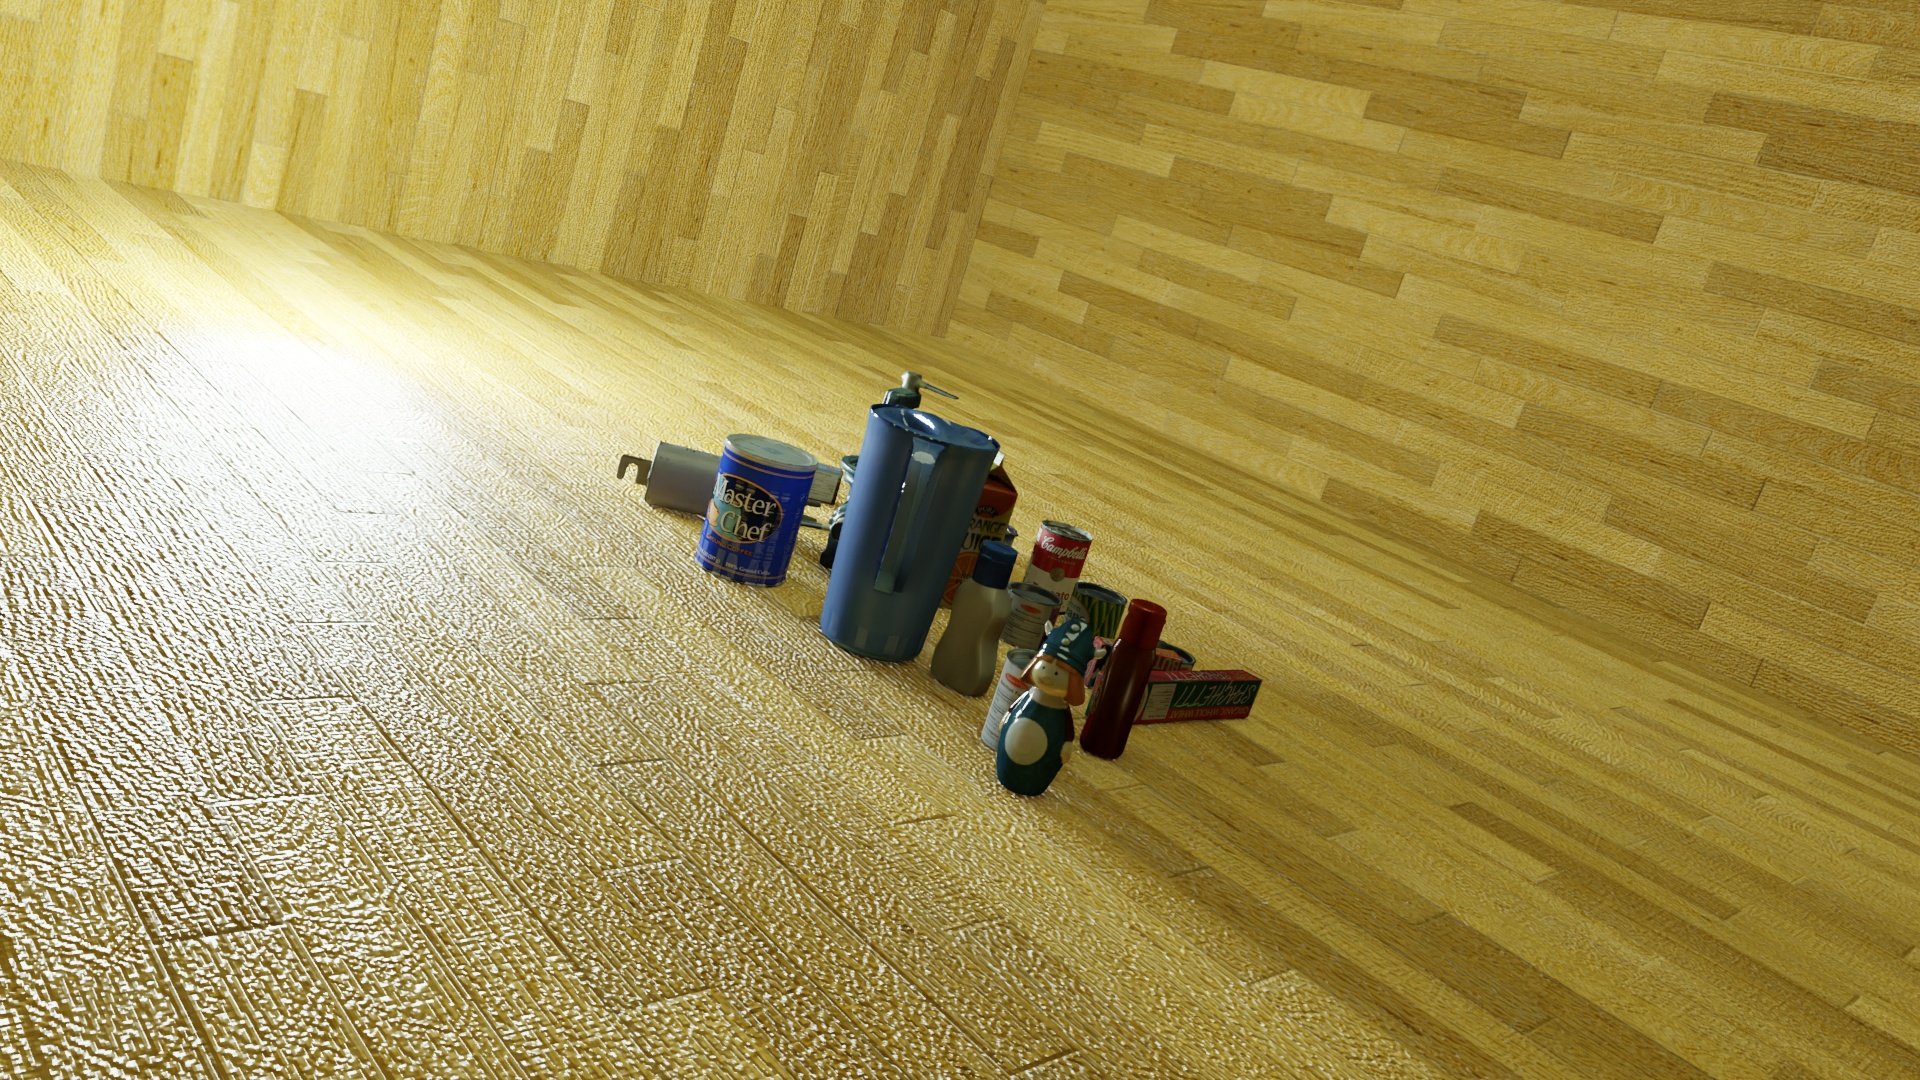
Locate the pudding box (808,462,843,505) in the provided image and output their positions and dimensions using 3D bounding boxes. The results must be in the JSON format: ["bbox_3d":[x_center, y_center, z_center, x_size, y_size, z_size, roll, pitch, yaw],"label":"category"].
[{"bbox_3d":[-0.207,-0.084,1.899,0.084,0.049,0.030,14,14,-13],"label":"pudding box"}]

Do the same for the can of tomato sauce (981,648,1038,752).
[{"bbox_3d":[0.063,0.149,1.258,0.071,0.083,0.071,16,14,-4],"label":"can of tomato sauce"}]

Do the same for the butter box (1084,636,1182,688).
[{"bbox_3d":[0.186,0.139,1.506,0.103,0.053,0.024,12,15,-22],"label":"butter box"}]

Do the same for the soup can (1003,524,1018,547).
[{"bbox_3d":[0.028,0.018,1.718,0.071,0.083,0.071,16,14,-4],"label":"soup can"}]

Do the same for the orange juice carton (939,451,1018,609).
[{"bbox_3d":[0.006,-0.020,1.614,0.073,0.192,0.072,9,16,-31],"label":"orange juice carton"}]

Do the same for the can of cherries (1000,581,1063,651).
[{"bbox_3d":[0.076,0.085,1.571,0.071,0.058,0.072,16,14,-4],"label":"can of cherries"}]

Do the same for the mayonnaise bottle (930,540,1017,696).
[{"bbox_3d":[0.018,0.075,1.357,0.065,0.147,0.041,27,16,35],"label":"mayonnaise bottle"}]

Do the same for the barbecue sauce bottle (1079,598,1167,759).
[{"bbox_3d":[0.155,0.129,1.311,0.044,0.148,0.065,20,14,9],"label":"barbecue sauce bottle"}]

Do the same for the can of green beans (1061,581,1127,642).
[{"bbox_3d":[0.159,0.088,1.660,0.071,0.057,0.071,16,14,-4],"label":"can of green beans"}]

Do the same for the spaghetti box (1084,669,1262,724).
[{"bbox_3d":[0.229,0.165,1.467,0.250,0.050,0.029,4,19,-43],"label":"spaghetti box"}]

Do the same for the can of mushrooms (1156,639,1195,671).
[{"bbox_3d":[0.234,0.141,1.598,0.071,0.033,0.071,16,14,-4],"label":"can of mushrooms"}]
